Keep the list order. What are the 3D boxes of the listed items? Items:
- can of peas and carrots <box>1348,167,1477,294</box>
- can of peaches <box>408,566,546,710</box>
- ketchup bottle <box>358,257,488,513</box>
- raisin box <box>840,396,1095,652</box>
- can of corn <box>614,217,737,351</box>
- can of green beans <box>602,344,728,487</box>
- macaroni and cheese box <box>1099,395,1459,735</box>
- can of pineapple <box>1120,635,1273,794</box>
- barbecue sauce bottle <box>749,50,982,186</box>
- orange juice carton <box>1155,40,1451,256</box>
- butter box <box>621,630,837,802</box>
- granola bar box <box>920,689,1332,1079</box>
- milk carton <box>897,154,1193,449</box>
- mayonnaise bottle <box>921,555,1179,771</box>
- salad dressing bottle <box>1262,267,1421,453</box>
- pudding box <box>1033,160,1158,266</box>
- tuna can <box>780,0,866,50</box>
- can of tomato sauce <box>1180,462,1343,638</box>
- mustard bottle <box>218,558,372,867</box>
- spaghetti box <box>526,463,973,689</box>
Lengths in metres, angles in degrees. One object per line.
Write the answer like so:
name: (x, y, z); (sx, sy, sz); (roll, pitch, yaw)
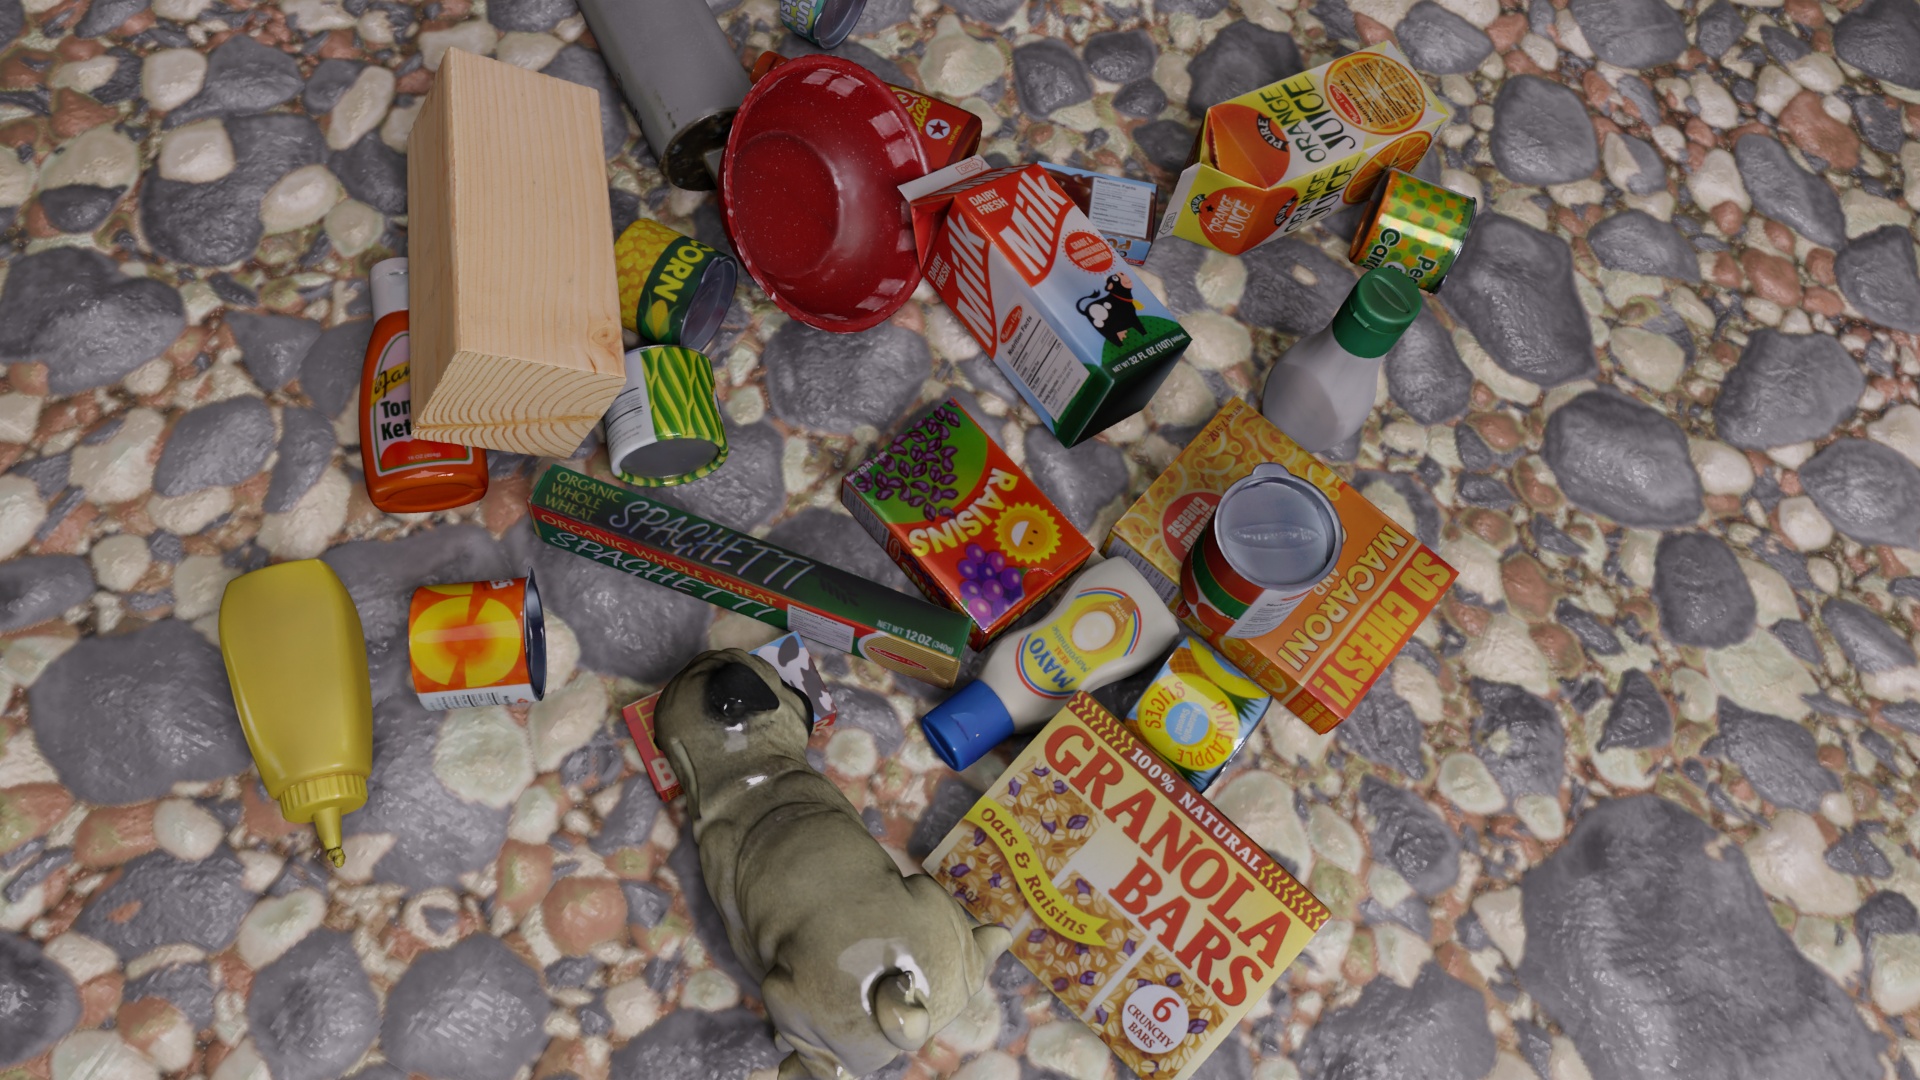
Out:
can of peas and carrots: (0.293, -0.200, 0.905); (0.059, 0.070, 0.071); (22, 66, 3)
can of peaches: (-0.250, 0.051, 0.722); (0.058, 0.071, 0.071); (-5, 67, -9)
ketchup bottle: (-0.310, -0.090, 0.789); (0.065, 0.043, 0.149); (-9, 67, -18)
raisin box: (0.003, -0.010, 0.798); (0.086, 0.040, 0.123); (-37, 76, -21)
can of corn: (-0.173, -0.151, 0.819); (0.058, 0.071, 0.071); (26, 66, 5)
can of green beans: (-0.168, -0.069, 0.786); (0.071, 0.071, 0.058); (-10, 69, -12)
macaroni and cheese box: (0.185, 0.012, 0.811); (0.166, 0.040, 0.124); (41, 69, 11)
can of pineapple: (0.126, 0.094, 0.751); (0.058, 0.070, 0.071); (36, 67, 10)
barbecue sauce bottle: (-0.064, -0.273, 0.902); (0.148, 0.043, 0.065); (23, 67, 4)
orange juice carton: (0.215, -0.252, 0.914); (0.193, 0.071, 0.073); (-25, 72, -17)
butter box: (-0.123, 0.093, 0.743); (0.104, 0.024, 0.053); (-24, 71, -17)
granola bar box: (0.083, 0.177, 0.708); (0.166, 0.039, 0.124); (42, 86, 11)
milk carton: (0.043, -0.157, 0.841); (0.072, 0.073, 0.191); (-30, 74, -32)
mayonnaise bottle: (0.048, 0.071, 0.766); (0.148, 0.041, 0.065); (-34, 79, -20)
salad dressing bottle: (0.221, -0.102, 0.807); (0.044, 0.147, 0.064); (-34, 75, -19)
pudding box: (0.084, -0.213, 0.902); (0.084, 0.030, 0.050); (10, 67, -3)
tuna can: (-0.091, -0.364, 0.926); (0.033, 0.070, 0.071); (31, 66, 8)
can of tomato sauce: (0.157, 0.008, 0.741); (0.071, 0.082, 0.071); (2, 68, -4)
mustard bottle: (-0.331, 0.090, 0.704); (0.065, 0.048, 0.160); (-15, 70, -13)
spaghetti box: (-0.115, 0.021, 0.763); (0.250, 0.050, 0.029); (20, 64, 2)
